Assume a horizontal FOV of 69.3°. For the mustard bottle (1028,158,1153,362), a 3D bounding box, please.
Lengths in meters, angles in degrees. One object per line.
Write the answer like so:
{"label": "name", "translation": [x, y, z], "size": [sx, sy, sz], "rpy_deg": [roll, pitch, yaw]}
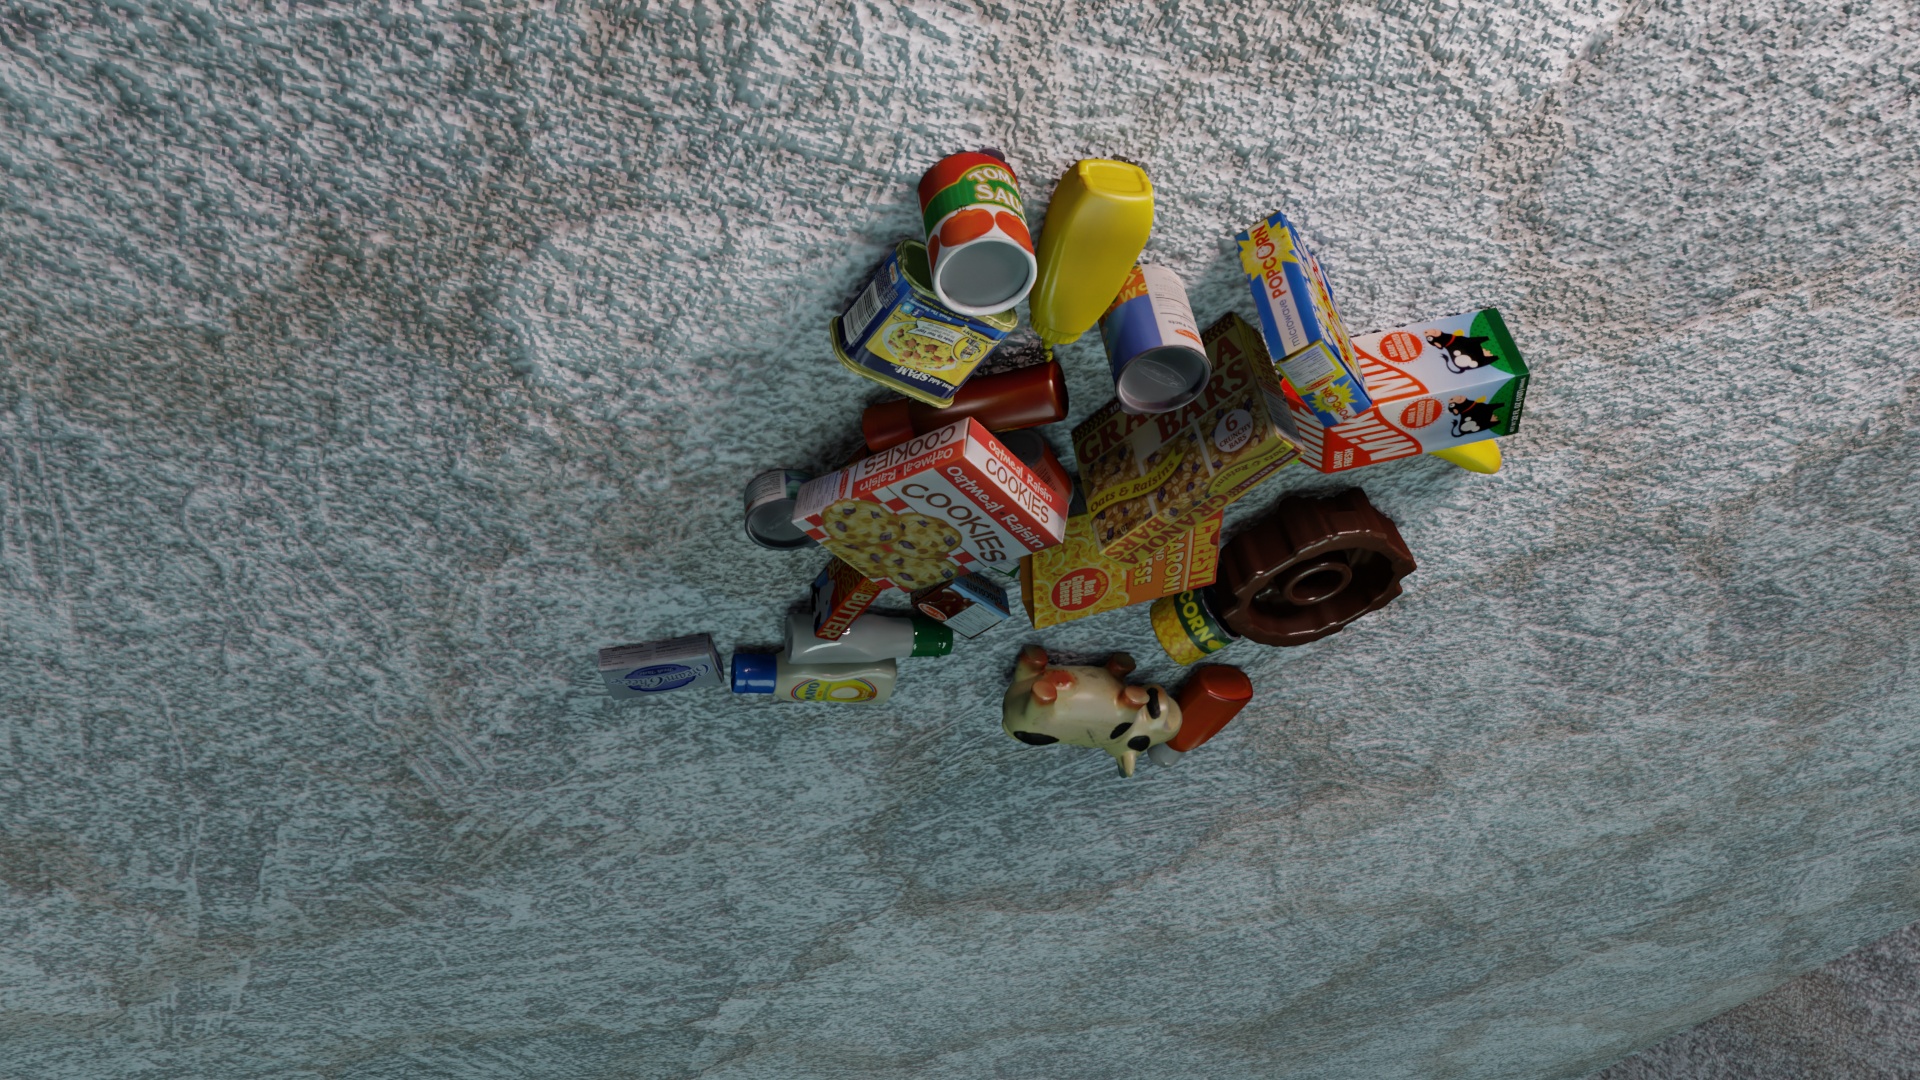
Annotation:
{"label": "mustard bottle", "translation": [0.078, -0.180, 0.933], "size": [0.065, 0.049, 0.159], "rpy_deg": [4, 141, -17]}

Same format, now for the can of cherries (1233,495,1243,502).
{"label": "can of cherries", "translation": [0.196, -0.066, 1.088], "size": [0.071, 0.072, 0.058], "rpy_deg": [-9, 143, -1]}

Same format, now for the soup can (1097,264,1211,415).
{"label": "soup can", "translation": [0.130, -0.139, 0.968], "size": [0.071, 0.084, 0.071], "rpy_deg": [-6, 142, -4]}

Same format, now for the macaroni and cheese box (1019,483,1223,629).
{"label": "macaroni and cheese box", "translation": [0.134, 0.003, 1.156], "size": [0.167, 0.040, 0.123], "rpy_deg": [-13, 135, -9]}

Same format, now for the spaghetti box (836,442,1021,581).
{"label": "spaghetti box", "translation": [0.004, -0.014, 1.147], "size": [0.250, 0.029, 0.050], "rpy_deg": [24, 132, -36]}

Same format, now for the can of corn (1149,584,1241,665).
{"label": "can of corn", "translation": [0.214, 0.074, 1.275], "size": [0.058, 0.071, 0.071], "rpy_deg": [-31, 138, 26]}

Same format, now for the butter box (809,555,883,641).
{"label": "butter box", "translation": [-0.093, 0.036, 1.170], "size": [0.024, 0.053, 0.103], "rpy_deg": [15, 136, -31]}

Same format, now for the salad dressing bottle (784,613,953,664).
{"label": "salad dressing bottle", "translation": [-0.082, 0.087, 1.245], "size": [0.148, 0.044, 0.064], "rpy_deg": [1, 163, -18]}

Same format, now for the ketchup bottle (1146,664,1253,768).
{"label": "ketchup bottle", "translation": [0.242, 0.186, 1.445], "size": [0.065, 0.044, 0.148], "rpy_deg": [8, 139, -20]}

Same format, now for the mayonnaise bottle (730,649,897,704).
{"label": "mayonnaise bottle", "translation": [-0.136, 0.125, 1.285], "size": [0.148, 0.041, 0.064], "rpy_deg": [3, 143, -16]}

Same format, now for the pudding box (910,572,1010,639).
{"label": "pudding box", "translation": [0.000, 0.052, 1.231], "size": [0.049, 0.030, 0.083], "rpy_deg": [-31, 137, 27]}

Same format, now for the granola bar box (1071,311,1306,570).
{"label": "granola bar box", "translation": [0.162, -0.073, 1.027], "size": [0.039, 0.125, 0.165], "rpy_deg": [27, 129, -37]}

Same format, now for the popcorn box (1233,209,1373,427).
{"label": "popcorn box", "translation": [0.232, -0.150, 0.942], "size": [0.038, 0.127, 0.085], "rpy_deg": [-27, 139, 26]}

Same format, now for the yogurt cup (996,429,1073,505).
{"label": "yogurt cup", "translation": [0.049, -0.049, 1.085], "size": [0.072, 0.073, 0.053], "rpy_deg": [-19, 133, 12]}

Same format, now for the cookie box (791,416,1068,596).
{"label": "cookie box", "translation": [-0.023, -0.022, 1.045], "size": [0.167, 0.040, 0.122], "rpy_deg": [-19, 138, 34]}

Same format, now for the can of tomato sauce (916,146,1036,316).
{"label": "can of tomato sauce", "translation": [0.011, -0.194, 0.873], "size": [0.071, 0.083, 0.070], "rpy_deg": [-6, 143, -4]}

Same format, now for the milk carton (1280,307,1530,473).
{"label": "milk carton", "translation": [0.322, -0.109, 1.057], "size": [0.190, 0.074, 0.072], "rpy_deg": [-12, 142, 4]}

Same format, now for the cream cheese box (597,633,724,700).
{"label": "cream cheese box", "translation": [-0.271, 0.115, 1.257], "size": [0.104, 0.024, 0.053], "rpy_deg": [-9, 143, -1]}

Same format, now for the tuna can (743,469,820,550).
{"label": "tuna can", "translation": [-0.137, -0.023, 1.102], "size": [0.071, 0.033, 0.070], "rpy_deg": [-6, 142, -4]}

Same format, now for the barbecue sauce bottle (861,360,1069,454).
{"label": "barbecue sauce bottle", "translation": [0.003, -0.096, 1.020], "size": [0.148, 0.065, 0.043], "rpy_deg": [-11, 105, 14]}
